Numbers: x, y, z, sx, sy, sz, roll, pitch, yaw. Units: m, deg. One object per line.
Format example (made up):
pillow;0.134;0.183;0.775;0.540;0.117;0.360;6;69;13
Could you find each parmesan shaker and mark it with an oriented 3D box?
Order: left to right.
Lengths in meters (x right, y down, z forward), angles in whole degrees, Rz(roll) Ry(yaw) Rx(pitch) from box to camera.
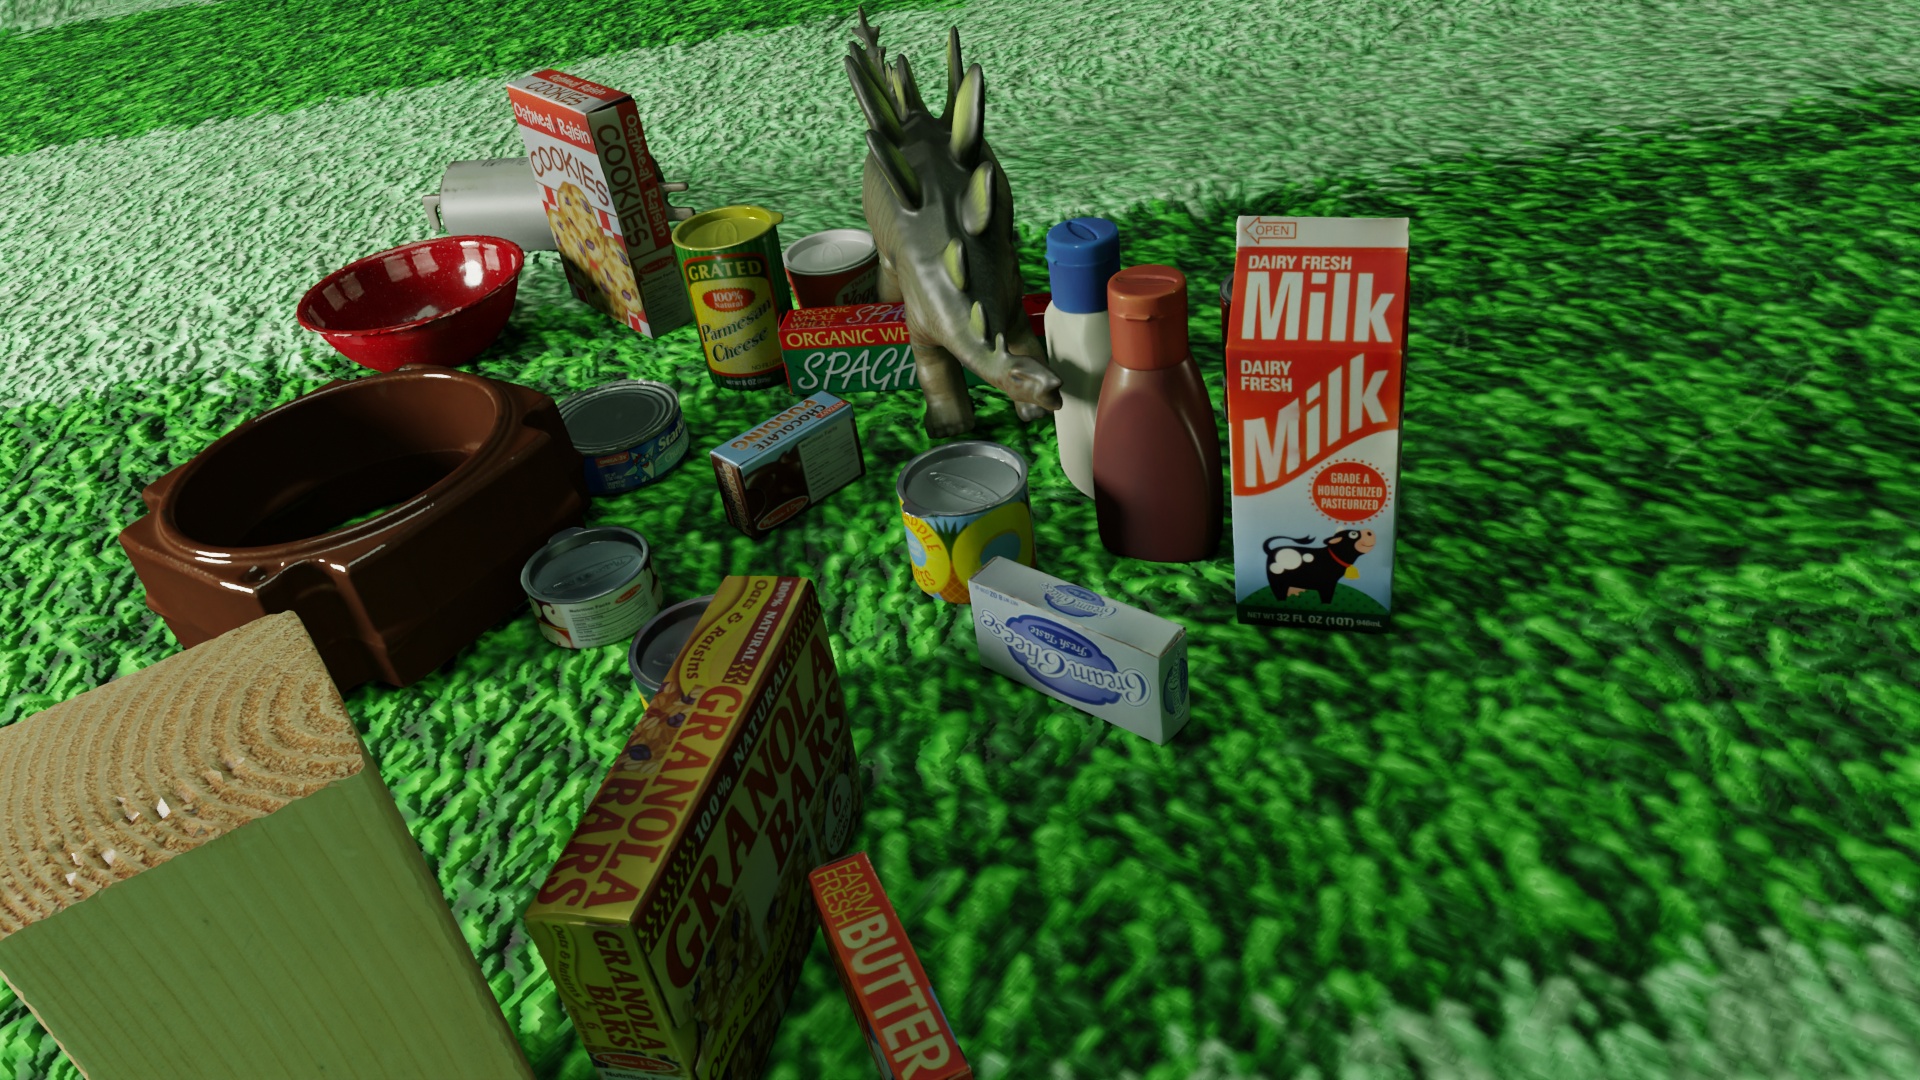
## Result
parmesan shaker;-0.140;-0.157;0.903;0.071;0.102;0.072;-6;35;4

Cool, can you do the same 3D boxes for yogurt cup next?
yogurt cup;-0.086;-0.178;0.963;0.072;0.053;0.073;-6;35;4

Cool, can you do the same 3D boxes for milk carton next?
milk carton;0.160;-0.055;0.621;0.072;0.189;0.074;4;37;18

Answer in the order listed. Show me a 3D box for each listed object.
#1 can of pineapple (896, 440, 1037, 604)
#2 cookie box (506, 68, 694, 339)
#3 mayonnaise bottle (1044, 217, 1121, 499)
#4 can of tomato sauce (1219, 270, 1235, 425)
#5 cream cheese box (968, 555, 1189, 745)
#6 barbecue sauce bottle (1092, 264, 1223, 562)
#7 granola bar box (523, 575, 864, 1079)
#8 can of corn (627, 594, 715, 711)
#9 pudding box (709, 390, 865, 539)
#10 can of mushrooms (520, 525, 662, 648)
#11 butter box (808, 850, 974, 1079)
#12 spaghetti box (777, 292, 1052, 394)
can of pineapple;0.003;-0.009;0.704;0.071;0.057;0.071;-6;35;4
cookie box;-0.256;-0.241;0.990;0.040;0.166;0.123;-32;41;-29
mayonnaise bottle;0.070;-0.094;0.731;0.041;0.147;0.065;-19;36;-14
can of tomato sauce;0.180;-0.105;0.777;0.071;0.082;0.071;-6;35;4
cream cheese box;0.053;0.048;0.618;0.104;0.053;0.024;21;45;35
barbecue sauce bottle;0.094;-0.059;0.677;0.065;0.147;0.044;7;38;21
granola bar box;-0.084;0.110;0.500;0.039;0.123;0.166;2;37;15
can of corn;-0.109;0.068;0.621;0.071;0.058;0.071;-6;35;4
pudding box;-0.096;-0.044;0.781;0.084;0.049;0.030;-34;42;-31
can of mushrooms;-0.191;0.023;0.723;0.071;0.033;0.071;-6;35;4
butter box;-0.023;0.161;0.477;0.024;0.052;0.104;-19;37;-14
spaghetti box;0.009;-0.124;0.870;0.250;0.050;0.029;-2;36;10
